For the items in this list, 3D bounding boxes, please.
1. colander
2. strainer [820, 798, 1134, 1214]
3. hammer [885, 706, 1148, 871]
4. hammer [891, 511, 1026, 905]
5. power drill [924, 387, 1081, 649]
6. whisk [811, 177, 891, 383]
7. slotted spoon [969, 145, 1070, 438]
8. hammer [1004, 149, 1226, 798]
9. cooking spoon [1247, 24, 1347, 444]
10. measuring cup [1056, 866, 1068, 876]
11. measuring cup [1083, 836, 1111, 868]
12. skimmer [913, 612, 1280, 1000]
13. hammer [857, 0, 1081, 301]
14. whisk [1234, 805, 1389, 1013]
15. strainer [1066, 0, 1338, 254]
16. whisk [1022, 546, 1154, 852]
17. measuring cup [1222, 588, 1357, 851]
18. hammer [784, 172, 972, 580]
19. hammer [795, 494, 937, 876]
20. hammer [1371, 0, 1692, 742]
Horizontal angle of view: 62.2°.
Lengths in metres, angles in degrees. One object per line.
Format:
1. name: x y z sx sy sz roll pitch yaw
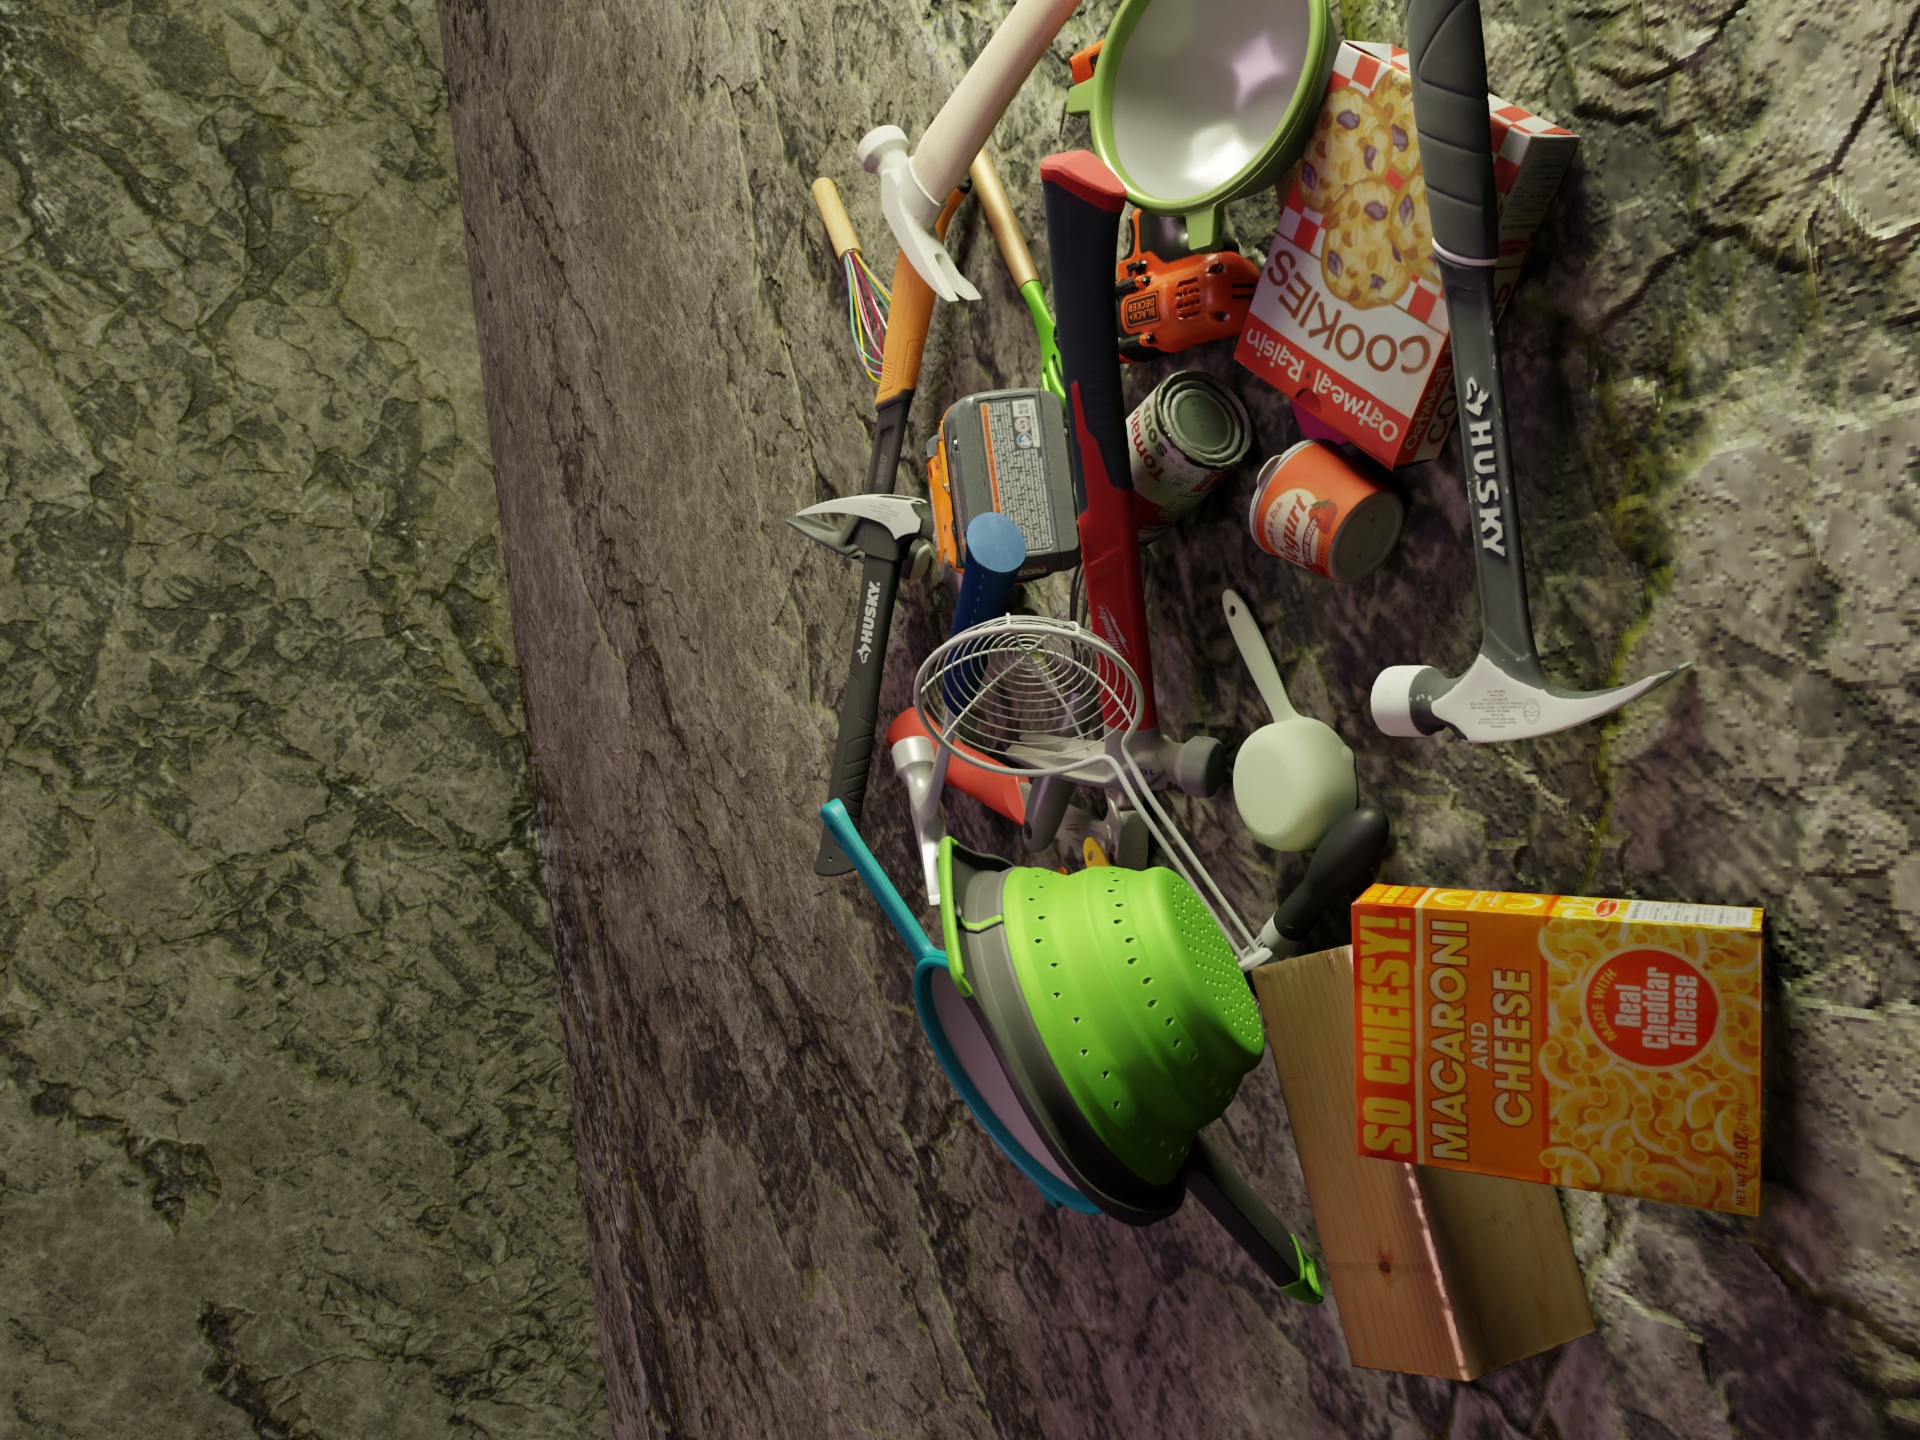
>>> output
1. colander: 0.134 0.195 0.850 0.396 0.094 0.205 50 -161 -31
2. strainer: 0.029 0.180 1.125 0.340 0.095 0.211 55 156 10
3. hammer: 0.032 0.062 1.218 0.359 0.036 0.149 25 112 60
4. hammer: -0.002 -0.003 1.081 0.405 0.035 0.144 104 154 -62
5. power drill: 0.023 -0.134 1.104 0.226 0.084 0.164 175 87 -83
6. whisk: -0.091 -0.378 1.358 0.047 0.051 0.245 110 146 -52
7. slotted spoon: 0.041 -0.325 1.129 0.070 0.031 0.314 115 141 -58
8. hammer: 0.071 -0.130 0.930 0.143 0.038 0.386 8 123 29
9. cooking spoon: 0.178 -0.306 0.872 0.069 0.017 0.319 -15 84 63
10. measuring cup: 0.043 0.186 1.214 0.095 0.052 0.173 49 137 48
11. measuring cup: 0.095 0.137 1.021 0.062 0.029 0.157 -58 37 38
12. skimmer: 0.114 0.095 0.879 0.127 0.090 0.363 -39 84 39
13. hammer: 0.058 -0.447 1.011 0.410 0.038 0.146 -44 69 50
14. whisk: 0.178 0.147 0.947 0.070 0.070 0.284 63 142 34
15. strainer: 0.173 -0.370 0.812 0.256 0.069 0.152 -51 53 29
16. whisk: 0.079 -0.019 1.061 0.055 0.055 0.239 42 122 52
17. measuring cup: 0.174 -0.002 0.928 0.083 0.038 0.168 -50 55 55
18. hammer: -0.054 -0.281 1.263 0.127 0.034 0.336 23 121 16
19. hammer: -0.086 -0.025 1.320 0.146 0.035 0.334 18 109 23
20. hammer: 0.230 -0.189 0.706 0.149 0.036 0.409 2 105 50
